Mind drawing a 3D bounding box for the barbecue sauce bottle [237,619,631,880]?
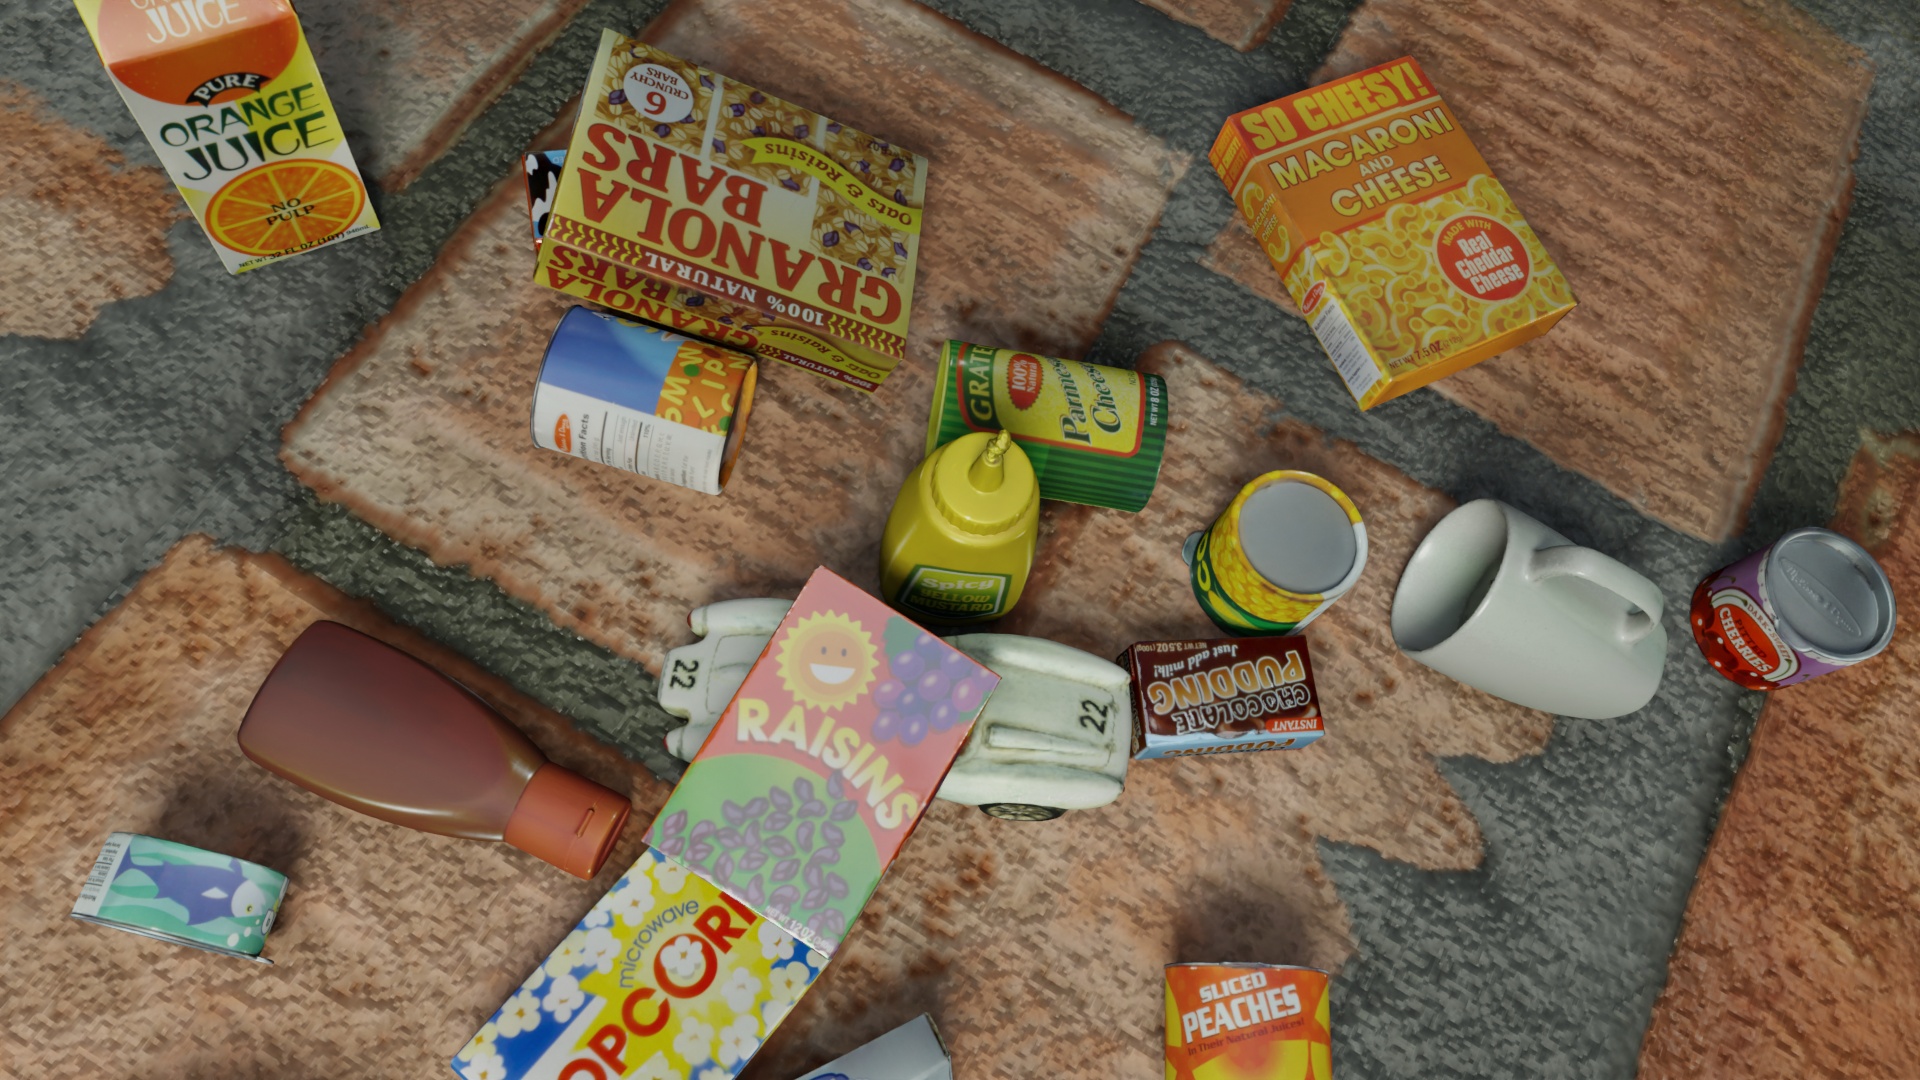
[{"bbox_3d":[-0.208,0.090,0.562,0.148,0.043,0.065,25,67,1],"label":"barbecue sauce bottle"}]

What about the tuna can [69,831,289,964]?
[{"bbox_3d":[-0.288,0.134,0.520,0.071,0.070,0.033,14,67,-3],"label":"tuna can"}]

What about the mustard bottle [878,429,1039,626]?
[{"bbox_3d":[0.002,-0.007,0.571,0.065,0.159,0.049,5,69,-5],"label":"mustard bottle"}]

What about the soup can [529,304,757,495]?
[{"bbox_3d":[-0.139,-0.065,0.623,0.084,0.071,0.071,16,67,-3],"label":"soup can"}]

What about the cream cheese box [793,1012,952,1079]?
[{"bbox_3d":[-0.052,0.223,0.526,0.104,0.053,0.024,-22,47,-17],"label":"cream cheese box"}]

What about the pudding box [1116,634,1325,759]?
[{"bbox_3d":[0.116,0.071,0.627,0.084,0.030,0.050,-2,70,-9],"label":"pudding box"}]

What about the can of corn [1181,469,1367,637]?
[{"bbox_3d":[0.144,0.007,0.642,0.071,0.058,0.071,3,68,-8],"label":"can of corn"}]

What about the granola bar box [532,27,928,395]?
[{"bbox_3d":[-0.102,-0.151,0.649,0.165,0.039,0.125,17,61,-22],"label":"granola bar box"}]

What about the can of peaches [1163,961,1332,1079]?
[{"bbox_3d":[0.114,0.200,0.552,0.071,0.071,0.058,6,69,-6],"label":"can of peaches"}]

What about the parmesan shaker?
[{"bbox_3d":[0.039,-0.055,0.647,0.103,0.071,0.071,8,67,-6],"label":"parmesan shaker"}]

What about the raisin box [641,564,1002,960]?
[{"bbox_3d":[-0.051,0.084,0.536,0.086,0.040,0.123,31,79,3],"label":"raisin box"}]

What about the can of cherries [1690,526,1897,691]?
[{"bbox_3d":[0.397,0.035,0.669,0.071,0.058,0.072,3,69,-8],"label":"can of cherries"}]

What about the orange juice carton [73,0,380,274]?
[{"bbox_3d":[-0.311,-0.200,0.583,0.072,0.192,0.073,-24,75,-18],"label":"orange juice carton"}]

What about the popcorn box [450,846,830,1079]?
[{"bbox_3d":[-0.119,0.181,0.541,0.085,0.038,0.127,39,68,8],"label":"popcorn box"}]

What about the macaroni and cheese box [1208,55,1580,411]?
[{"bbox_3d":[0.225,-0.165,0.734,0.124,0.040,0.167,-22,74,-16],"label":"macaroni and cheese box"}]

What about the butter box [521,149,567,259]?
[{"bbox_3d":[-0.159,-0.168,0.684,0.104,0.024,0.053,-9,70,-12],"label":"butter box"}]
